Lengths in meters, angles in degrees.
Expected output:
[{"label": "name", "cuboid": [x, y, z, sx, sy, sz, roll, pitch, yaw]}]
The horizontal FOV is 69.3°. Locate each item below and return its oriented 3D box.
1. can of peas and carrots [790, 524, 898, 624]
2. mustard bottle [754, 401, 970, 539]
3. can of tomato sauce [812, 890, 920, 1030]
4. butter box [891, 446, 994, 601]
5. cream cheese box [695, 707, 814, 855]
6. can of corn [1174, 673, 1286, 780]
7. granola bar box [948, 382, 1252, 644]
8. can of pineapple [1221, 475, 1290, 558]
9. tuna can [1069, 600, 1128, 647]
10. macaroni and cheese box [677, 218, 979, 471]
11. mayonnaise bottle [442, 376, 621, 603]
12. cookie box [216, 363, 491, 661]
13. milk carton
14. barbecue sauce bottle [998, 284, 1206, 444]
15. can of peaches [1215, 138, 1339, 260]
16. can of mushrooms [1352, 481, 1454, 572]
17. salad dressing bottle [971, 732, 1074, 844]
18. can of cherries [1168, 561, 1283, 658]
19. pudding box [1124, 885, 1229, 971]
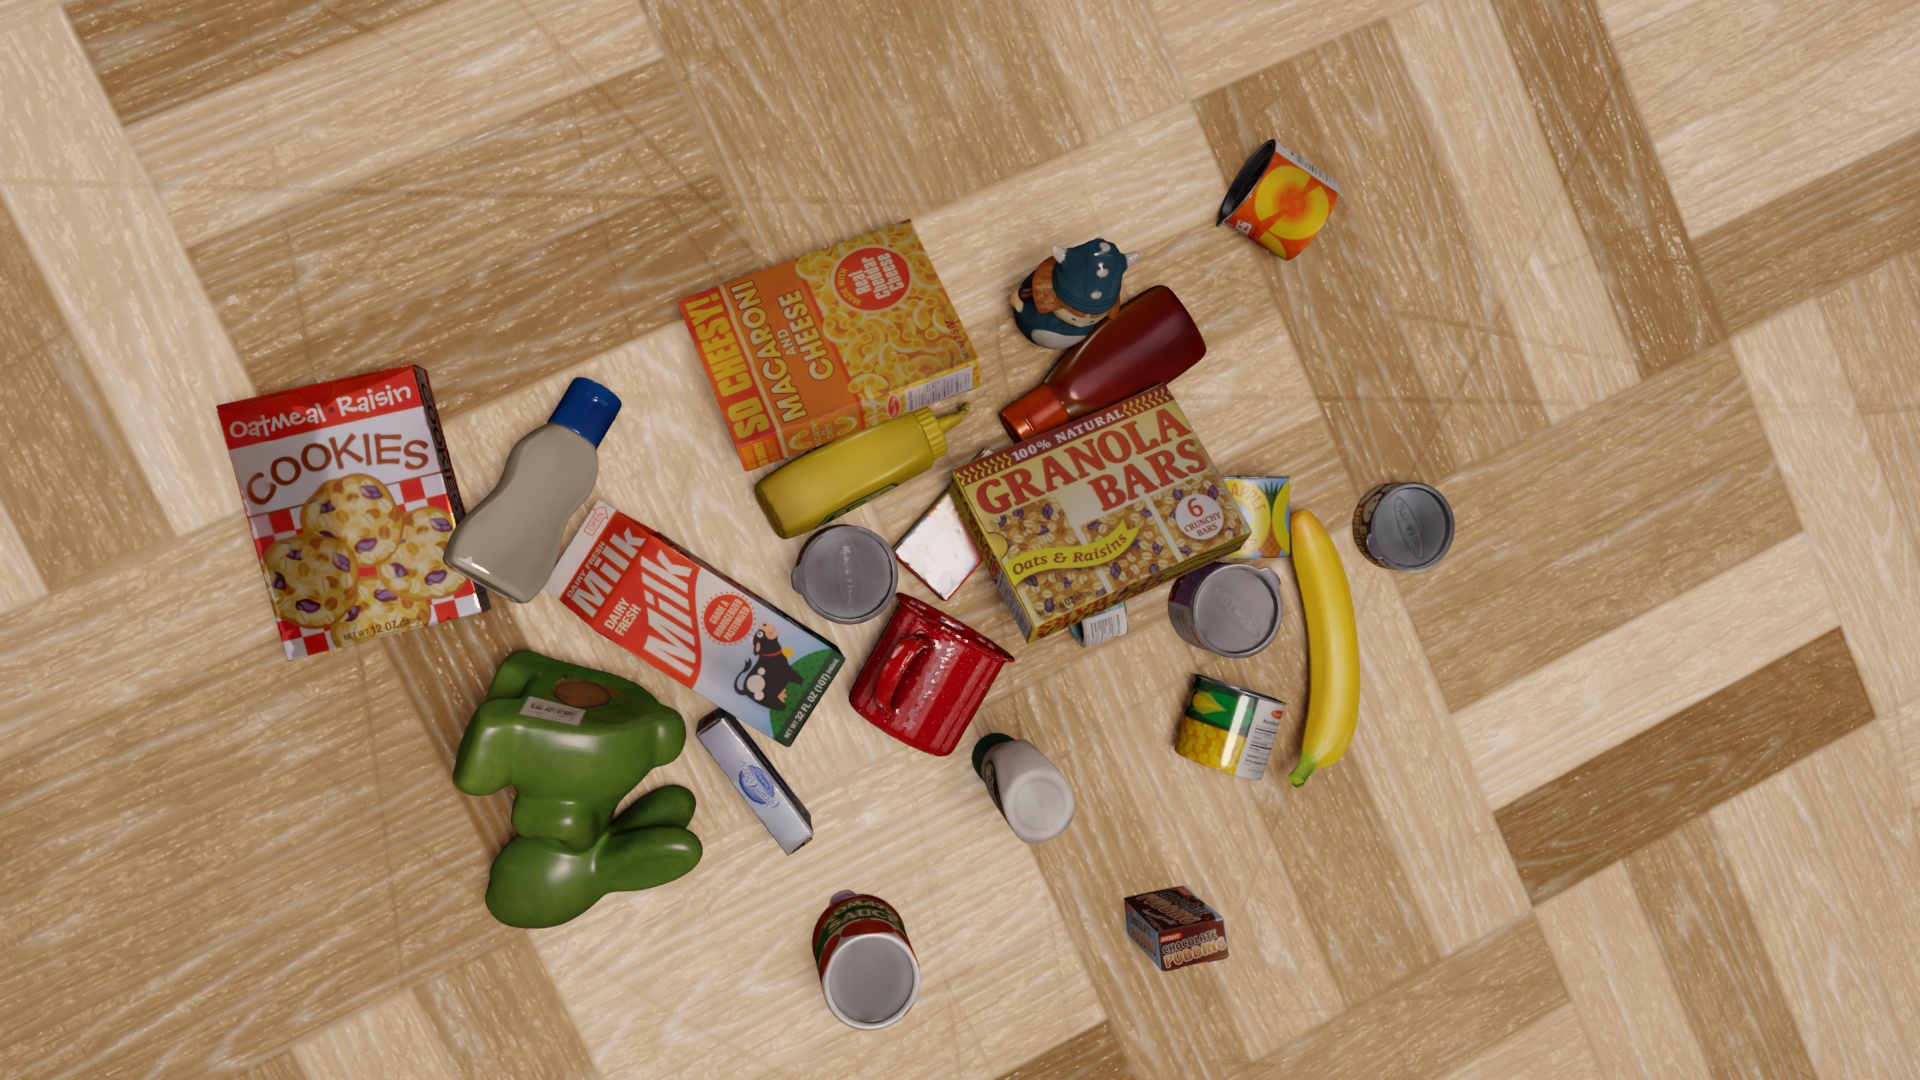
[{"label": "can of peas and carrots", "cuboid": [-0.080, 0.022, 0.943, 0.071, 0.059, 0.071, 0, 92, -9]}, {"label": "mustard bottle", "cuboid": [-0.060, -0.054, 0.943, 0.160, 0.065, 0.049, -28, 92, -12]}, {"label": "can of tomato sauce", "cuboid": [-0.064, 0.282, 0.940, 0.071, 0.083, 0.071, 0, 92, -10]}, {"label": "butter box", "cuboid": [0.003, -0.012, 0.974, 0.053, 0.024, 0.103, 43, 84, -8]}, {"label": "cream cheese box", "cuboid": [-0.138, 0.160, 0.939, 0.024, 0.053, 0.103, -37, 97, -5]}, {"label": "can of corn", "cuboid": [0.190, 0.133, 0.991, 0.071, 0.071, 0.058, 18, 89, -10]}, {"label": "granola bar box", "cuboid": [0.093, -0.021, 0.936, 0.166, 0.039, 0.124, -23, 70, -12]}, {"label": "can of pineapple", "cuboid": [0.200, -0.017, 0.986, 0.071, 0.071, 0.058, -1, 92, -10]}, {"label": "tuna can", "cuboid": [0.089, 0.037, 0.971, 0.033, 0.071, 0.071, -18, 95, -8]}, {"label": "macaroni and cheese box", "cuboid": [-0.087, -0.130, 0.923, 0.167, 0.040, 0.124, -21, 67, -8]}, {"label": "mayonnaise bottle", "cuboid": [-0.271, -0.036, 0.900, 0.064, 0.041, 0.148, 36, 68, -28]}, {"label": "cookie box", "cuboid": [-0.389, -0.019, 0.896, 0.123, 0.040, 0.167, -14, 94, -9]}, {"label": "milk carton", "cuboid": [-0.176, 0.053, 0.919, 0.190, 0.073, 0.072, 33, 86, -9]}, {"label": "barbecue sauce bottle", "cuboid": [0.097, -0.116, 0.979, 0.149, 0.043, 0.065, -34, 96, -7]}, {"label": "can of peaches", "cuboid": [0.225, -0.239, 0.987, 0.058, 0.071, 0.071, 29, 87, -10]}, {"label": "can of mushrooms", "cuboid": [0.325, -0.009, 1.026, 0.071, 0.033, 0.071, 0, 92, -10]}, {"label": "salad dressing bottle", "cuboid": [0.037, 0.158, 0.922, 0.044, 0.147, 0.064, -23, 95, -7]}, {"label": "can of cherries", "cuboid": [0.190, 0.047, 0.992, 0.071, 0.058, 0.071, 0, 91, -9]}, {"label": "pudding box", "cuboid": [0.151, 0.272, 0.977, 0.050, 0.083, 0.030, -9, 93, -9]}]
